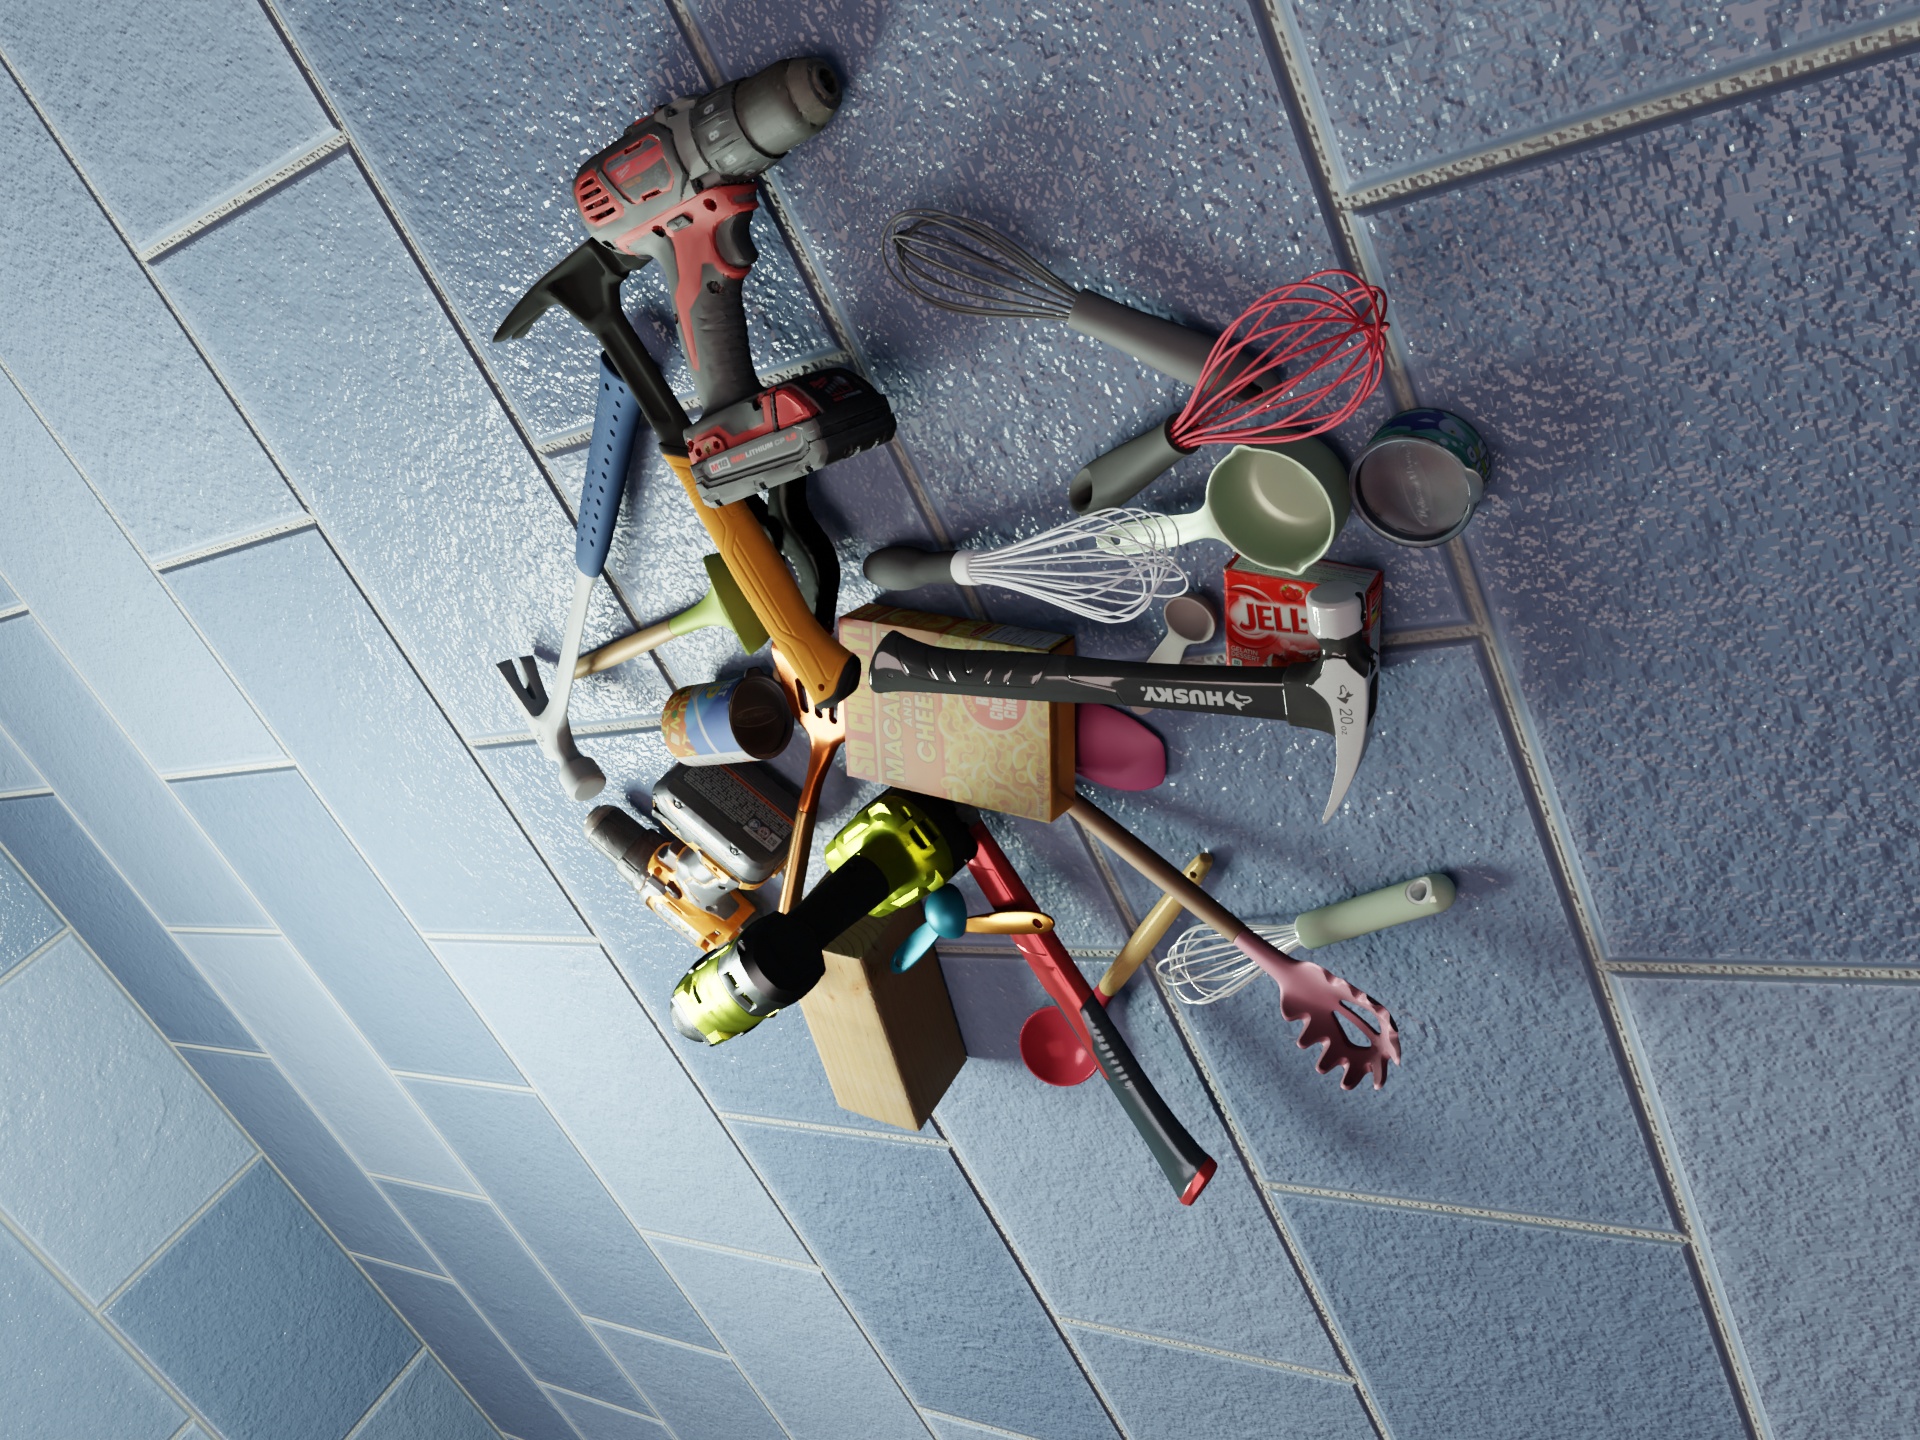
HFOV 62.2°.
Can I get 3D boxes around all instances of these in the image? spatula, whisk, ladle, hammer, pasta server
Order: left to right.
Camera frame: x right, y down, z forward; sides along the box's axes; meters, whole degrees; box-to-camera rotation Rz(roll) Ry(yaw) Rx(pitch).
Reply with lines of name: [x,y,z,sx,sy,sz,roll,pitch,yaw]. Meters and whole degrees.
hammer: [-0.291,-0.114,1.219,0.144,0.035,0.405,51,139,24]
ladle: [-0.244,-0.063,1.237,0.320,0.062,0.078,-16,102,47]
hammer: [-0.173,-0.152,1.048,0.127,0.034,0.337,-30,95,27]
spatula: [-0.127,0.092,1.222,0.081,0.041,0.322,21,112,22]
whisk: [0.028,-0.094,0.981,0.285,0.070,0.070,6,130,50]
hammer: [0.072,0.208,1.214,0.143,0.038,0.386,-23,102,47]
whisk: [0.064,-0.222,0.870,0.239,0.055,0.055,25,137,10]
hammer: [0.089,-0.019,0.974,0.335,0.035,0.146,5,125,30]
ladle: [0.120,0.190,1.208,0.069,0.031,0.315,36,137,8]
whisk: [0.126,-0.155,0.828,0.073,0.073,0.296,48,158,-9]
pasta server: [0.163,0.128,1.067,0.316,0.040,0.060,39,113,21]
whisk: [0.229,0.145,1.077,0.059,0.058,0.246,22,147,-34]

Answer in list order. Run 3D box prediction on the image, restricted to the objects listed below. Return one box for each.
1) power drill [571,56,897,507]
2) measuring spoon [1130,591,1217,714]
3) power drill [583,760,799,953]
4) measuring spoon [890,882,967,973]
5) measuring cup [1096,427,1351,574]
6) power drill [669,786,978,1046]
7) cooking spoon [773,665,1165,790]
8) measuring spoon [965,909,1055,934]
power drill: [-0.118,-0.257,0.933,0.188,0.080,0.226,-14,103,35]
measuring spoon: [0.133,-0.042,1.005,0.034,0.018,0.124,35,146,8]
power drill: [-0.234,0.103,1.360,0.185,0.084,0.226,39,144,4]
measuring spoon: [-0.033,0.166,1.219,0.128,0.021,0.042,-50,54,47]
measuring cup: [0.147,-0.121,0.907,0.168,0.038,0.083,-6,122,48]
power drill: [-0.104,0.140,1.123,0.080,0.223,0.171,52,140,-1]
cooking spoon: [-0.002,-0.004,1.132,0.319,0.017,0.068,14,130,28]
measuring spoon: [0.026,0.153,1.177,0.117,0.011,0.021,-11,111,47]
